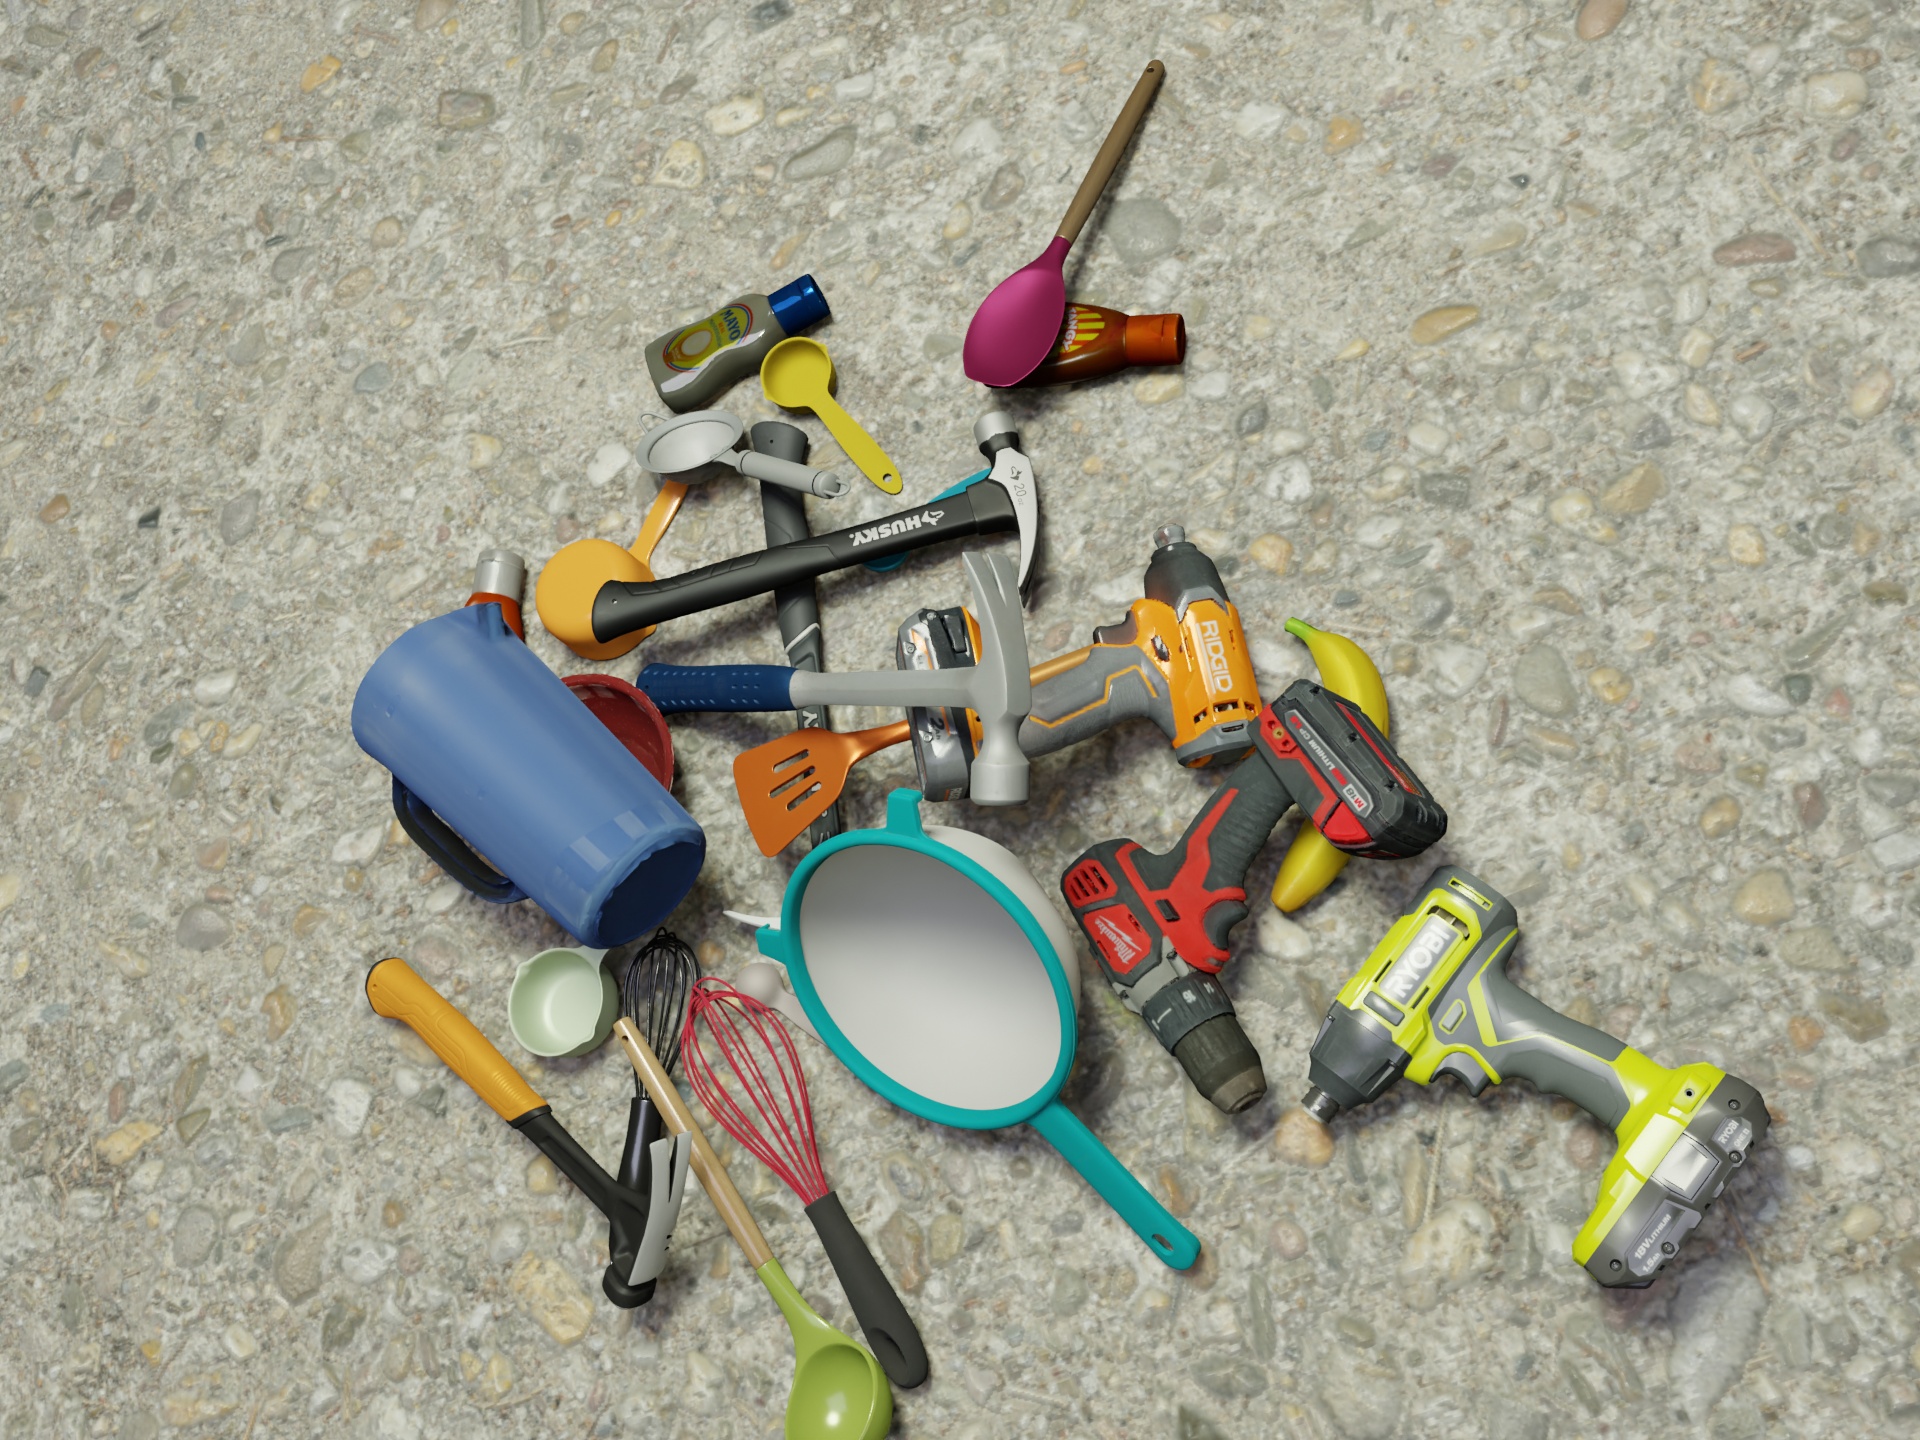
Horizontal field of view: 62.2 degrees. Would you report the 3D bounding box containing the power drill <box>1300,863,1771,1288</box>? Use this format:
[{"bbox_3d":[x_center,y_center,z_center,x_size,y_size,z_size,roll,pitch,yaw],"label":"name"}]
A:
[{"bbox_3d":[0.321,0.212,0.913,0.223,0.080,0.171,36,87,28],"label":"power drill"}]

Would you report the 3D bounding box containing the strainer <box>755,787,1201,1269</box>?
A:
[{"bbox_3d":[0.041,0.191,0.999,0.340,0.095,0.211,46,130,3],"label":"strainer"}]

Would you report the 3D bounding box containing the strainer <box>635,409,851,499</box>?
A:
[{"bbox_3d":[-0.162,-0.189,1.179,0.087,0.050,0.259,-39,38,-25],"label":"strainer"}]

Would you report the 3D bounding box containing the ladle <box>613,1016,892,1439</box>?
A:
[{"bbox_3d":[-0.145,0.327,1.016,0.078,0.062,0.320,-40,73,16],"label":"ladle"}]

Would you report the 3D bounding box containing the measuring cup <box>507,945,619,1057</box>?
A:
[{"bbox_3d":[-0.252,0.167,1.137,0.083,0.038,0.167,36,85,25],"label":"measuring cup"}]

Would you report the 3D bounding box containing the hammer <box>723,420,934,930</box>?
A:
[{"bbox_3d":[-0.117,-0.038,1.159,0.149,0.036,0.409,-15,69,14],"label":"hammer"}]

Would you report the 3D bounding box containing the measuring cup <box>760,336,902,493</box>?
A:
[{"bbox_3d":[-0.093,-0.228,1.221,0.062,0.029,0.156,-40,77,3],"label":"measuring cup"}]

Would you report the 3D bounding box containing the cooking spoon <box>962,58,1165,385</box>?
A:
[{"bbox_3d":[0.086,-0.372,1.176,0.069,0.017,0.319,17,69,25],"label":"cooking spoon"}]

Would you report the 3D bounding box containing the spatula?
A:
[{"bbox_3d":[-0.002,-0.003,1.088,0.322,0.041,0.081,-22,66,-4],"label":"spatula"}]

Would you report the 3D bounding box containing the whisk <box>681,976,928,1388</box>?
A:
[{"bbox_3d":[-0.101,0.296,1.036,0.073,0.073,0.296,-35,72,5],"label":"whisk"}]

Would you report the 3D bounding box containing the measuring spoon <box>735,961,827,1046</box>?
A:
[{"bbox_3d":[-0.105,0.202,1.086,0.124,0.018,0.034,26,83,23],"label":"measuring spoon"}]

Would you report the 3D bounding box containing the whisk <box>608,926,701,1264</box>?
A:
[{"bbox_3d":[-0.216,0.262,1.092,0.055,0.055,0.239,2,78,19],"label":"whisk"}]

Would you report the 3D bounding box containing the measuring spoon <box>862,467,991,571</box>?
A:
[{"bbox_3d":[-0.019,-0.148,1.174,0.128,0.021,0.042,-31,67,-3],"label":"measuring spoon"}]

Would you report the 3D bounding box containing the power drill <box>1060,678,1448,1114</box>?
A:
[{"bbox_3d":[0.182,0.107,0.963,0.226,0.080,0.188,-44,57,20],"label":"power drill"}]

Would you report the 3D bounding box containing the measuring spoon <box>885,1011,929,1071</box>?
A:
[{"bbox_3d":[-0.065,0.199,1.080,0.117,0.011,0.021,38,81,21],"label":"measuring spoon"}]

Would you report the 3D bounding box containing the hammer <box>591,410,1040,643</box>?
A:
[{"bbox_3d":[-0.103,-0.113,1.141,0.335,0.035,0.146,-16,66,2],"label":"hammer"}]

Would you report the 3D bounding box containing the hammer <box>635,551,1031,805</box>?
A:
[{"bbox_3d":[-0.098,-0.026,1.039,0.406,0.035,0.144,1,91,49],"label":"hammer"}]

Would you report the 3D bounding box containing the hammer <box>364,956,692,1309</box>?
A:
[{"bbox_3d":[-0.309,0.252,1.094,0.337,0.034,0.127,30,112,33],"label":"hammer"}]

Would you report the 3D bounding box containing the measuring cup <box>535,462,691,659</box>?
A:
[{"bbox_3d":[-0.262,-0.133,1.226,0.095,0.052,0.173,26,83,24],"label":"measuring cup"}]

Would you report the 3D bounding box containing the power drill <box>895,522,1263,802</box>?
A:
[{"bbox_3d":[0.075,-0.038,1.037,0.226,0.084,0.164,-10,76,-6],"label":"power drill"}]
